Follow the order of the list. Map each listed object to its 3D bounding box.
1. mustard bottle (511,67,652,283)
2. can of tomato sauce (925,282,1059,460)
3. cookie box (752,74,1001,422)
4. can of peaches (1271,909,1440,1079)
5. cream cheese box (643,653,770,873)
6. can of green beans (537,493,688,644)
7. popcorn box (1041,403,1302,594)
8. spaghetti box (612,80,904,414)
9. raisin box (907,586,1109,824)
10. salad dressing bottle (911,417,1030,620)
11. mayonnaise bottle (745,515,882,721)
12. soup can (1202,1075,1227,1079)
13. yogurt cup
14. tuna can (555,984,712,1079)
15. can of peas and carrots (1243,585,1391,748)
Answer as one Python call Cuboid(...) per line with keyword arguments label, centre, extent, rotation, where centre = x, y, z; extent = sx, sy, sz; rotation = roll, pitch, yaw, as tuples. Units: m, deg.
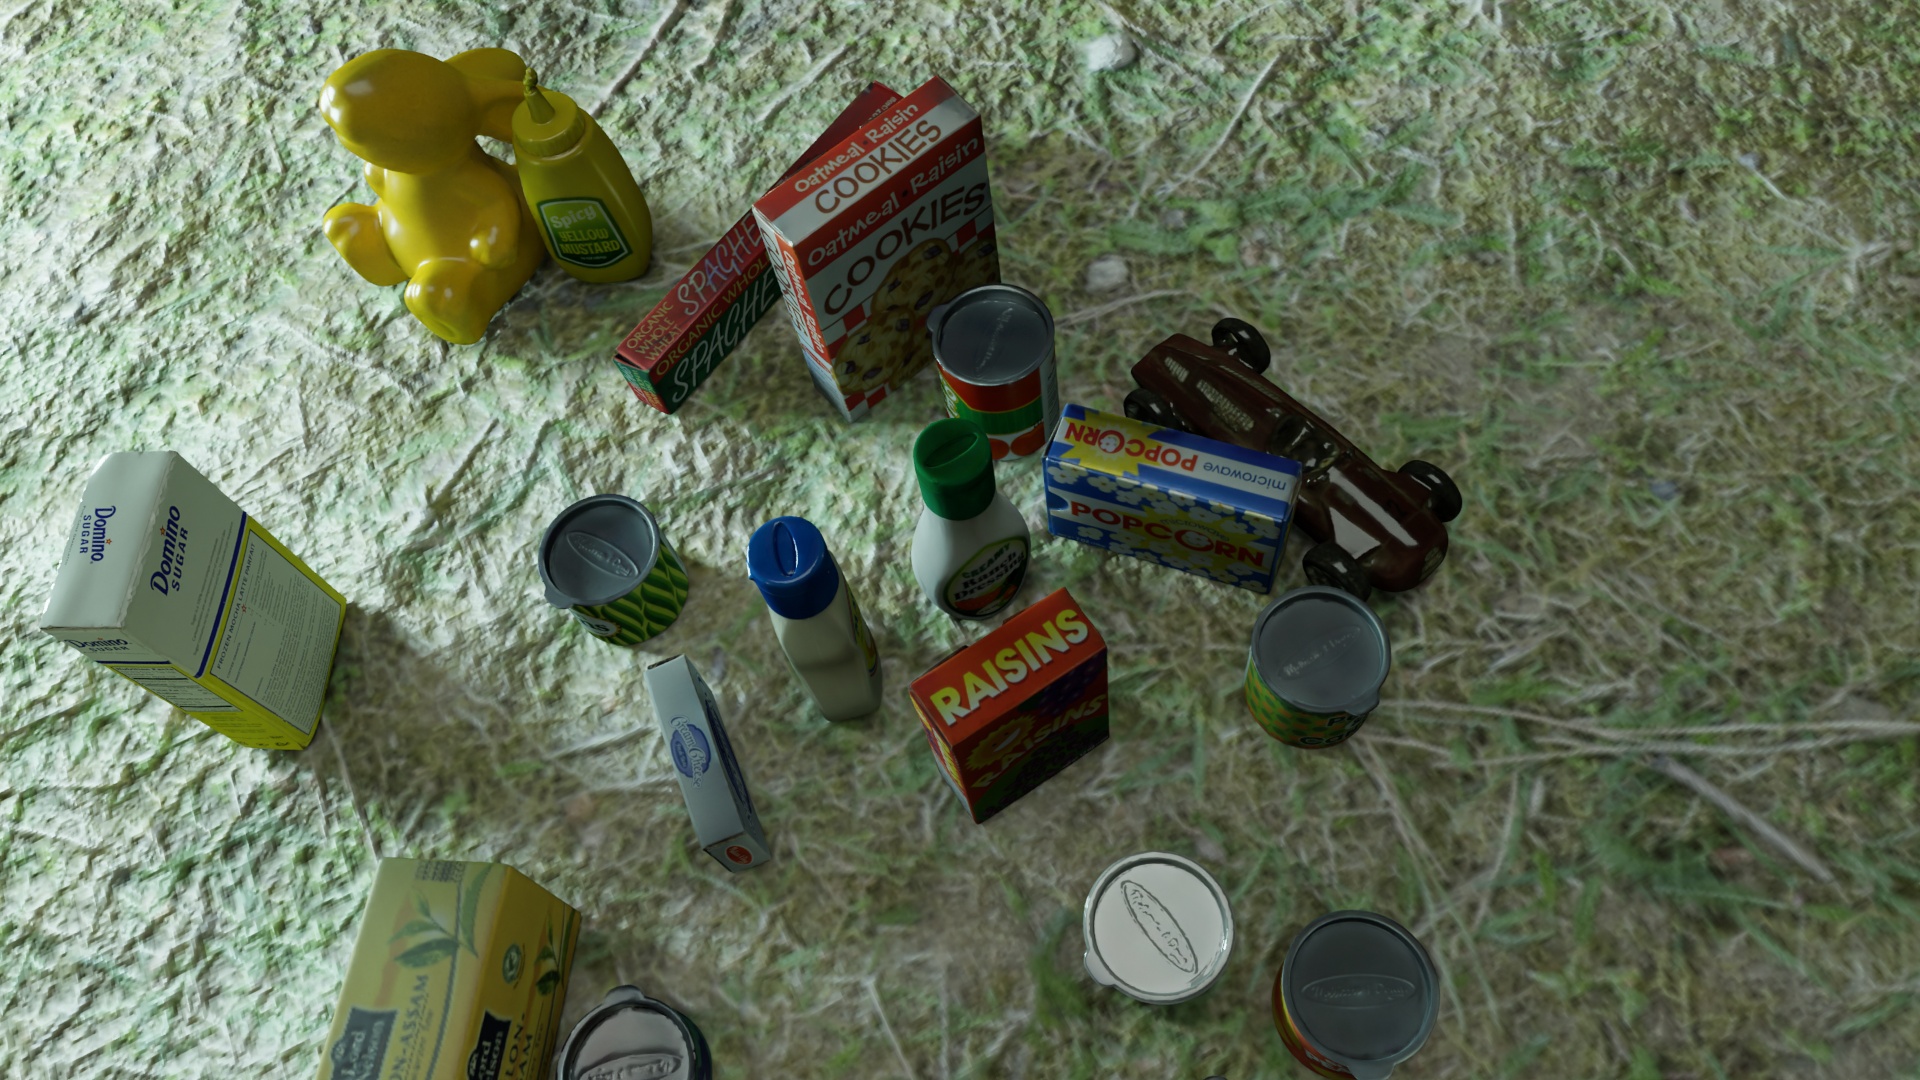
Cuboid(label="mustard bottle", centre=(-0.231, -0.217, 0.825), extent=(0.065, 0.159, 0.049), rotation=(-5, 63, 4))
Cuboid(label="can of tomato sauce", centre=(0.019, -0.092, 0.776), extent=(0.071, 0.082, 0.071), rotation=(-3, 63, 5))
Cuboid(label="cookie box", centre=(-0.040, -0.156, 0.768), extent=(0.123, 0.166, 0.040), rotation=(-39, 66, -13))
Cuboid(label="can of peaches", centre=(0.174, 0.206, 0.619), extent=(0.071, 0.057, 0.071), rotation=(-3, 63, 5))
Cuboid(label="cream cheese box", centre=(-0.129, 0.113, 0.704), extent=(0.024, 0.053, 0.104), rotation=(-23, 63, -5))
Cuboid(label="can of green beans", centre=(-0.188, 0.017, 0.757), extent=(0.071, 0.057, 0.071), rotation=(-3, 63, 5))
Cuboid(label="popcorn box", centre=(0.110, -0.021, 0.728), extent=(0.127, 0.085, 0.038), rotation=(16, 66, 14))
Cuboid(label="spaghetti box", centre=(-0.116, -0.182, 0.856), extent=(0.029, 0.050, 0.251), rotation=(31, 70, 20))
Cuboid(label="raisin box", centre=(0.027, 0.081, 0.663), extent=(0.086, 0.123, 0.040), rotation=(-32, 64, -10))
Cuboid(label="salad dressing bottle", centre=(0.002, -0.009, 0.699), extent=(0.064, 0.147, 0.044), rotation=(-31, 64, -9))
Cuboid(label="mayonnaise bottle", centre=(-0.070, 0.037, 0.683), extent=(0.041, 0.147, 0.065), rotation=(-14, 63, -1))
Cuboid(label="soup can", centre=(0.119, 0.264, 0.582), extent=(0.071, 0.083, 0.071), rotation=(-3, 63, 5))
Cuboid(label="yogurt cup", centre=(0.091, 0.183, 0.643), extent=(0.072, 0.053, 0.072), rotation=(-3, 63, 5))
Cuboid(label="tuna can", centre=(-0.152, 0.247, 0.649), extent=(0.071, 0.032, 0.071), rotation=(-3, 63, 5))
Cuboid(label="can of peas and carrots", centre=(0.177, 0.066, 0.691), extent=(0.071, 0.058, 0.071), rotation=(-3, 63, 5))
